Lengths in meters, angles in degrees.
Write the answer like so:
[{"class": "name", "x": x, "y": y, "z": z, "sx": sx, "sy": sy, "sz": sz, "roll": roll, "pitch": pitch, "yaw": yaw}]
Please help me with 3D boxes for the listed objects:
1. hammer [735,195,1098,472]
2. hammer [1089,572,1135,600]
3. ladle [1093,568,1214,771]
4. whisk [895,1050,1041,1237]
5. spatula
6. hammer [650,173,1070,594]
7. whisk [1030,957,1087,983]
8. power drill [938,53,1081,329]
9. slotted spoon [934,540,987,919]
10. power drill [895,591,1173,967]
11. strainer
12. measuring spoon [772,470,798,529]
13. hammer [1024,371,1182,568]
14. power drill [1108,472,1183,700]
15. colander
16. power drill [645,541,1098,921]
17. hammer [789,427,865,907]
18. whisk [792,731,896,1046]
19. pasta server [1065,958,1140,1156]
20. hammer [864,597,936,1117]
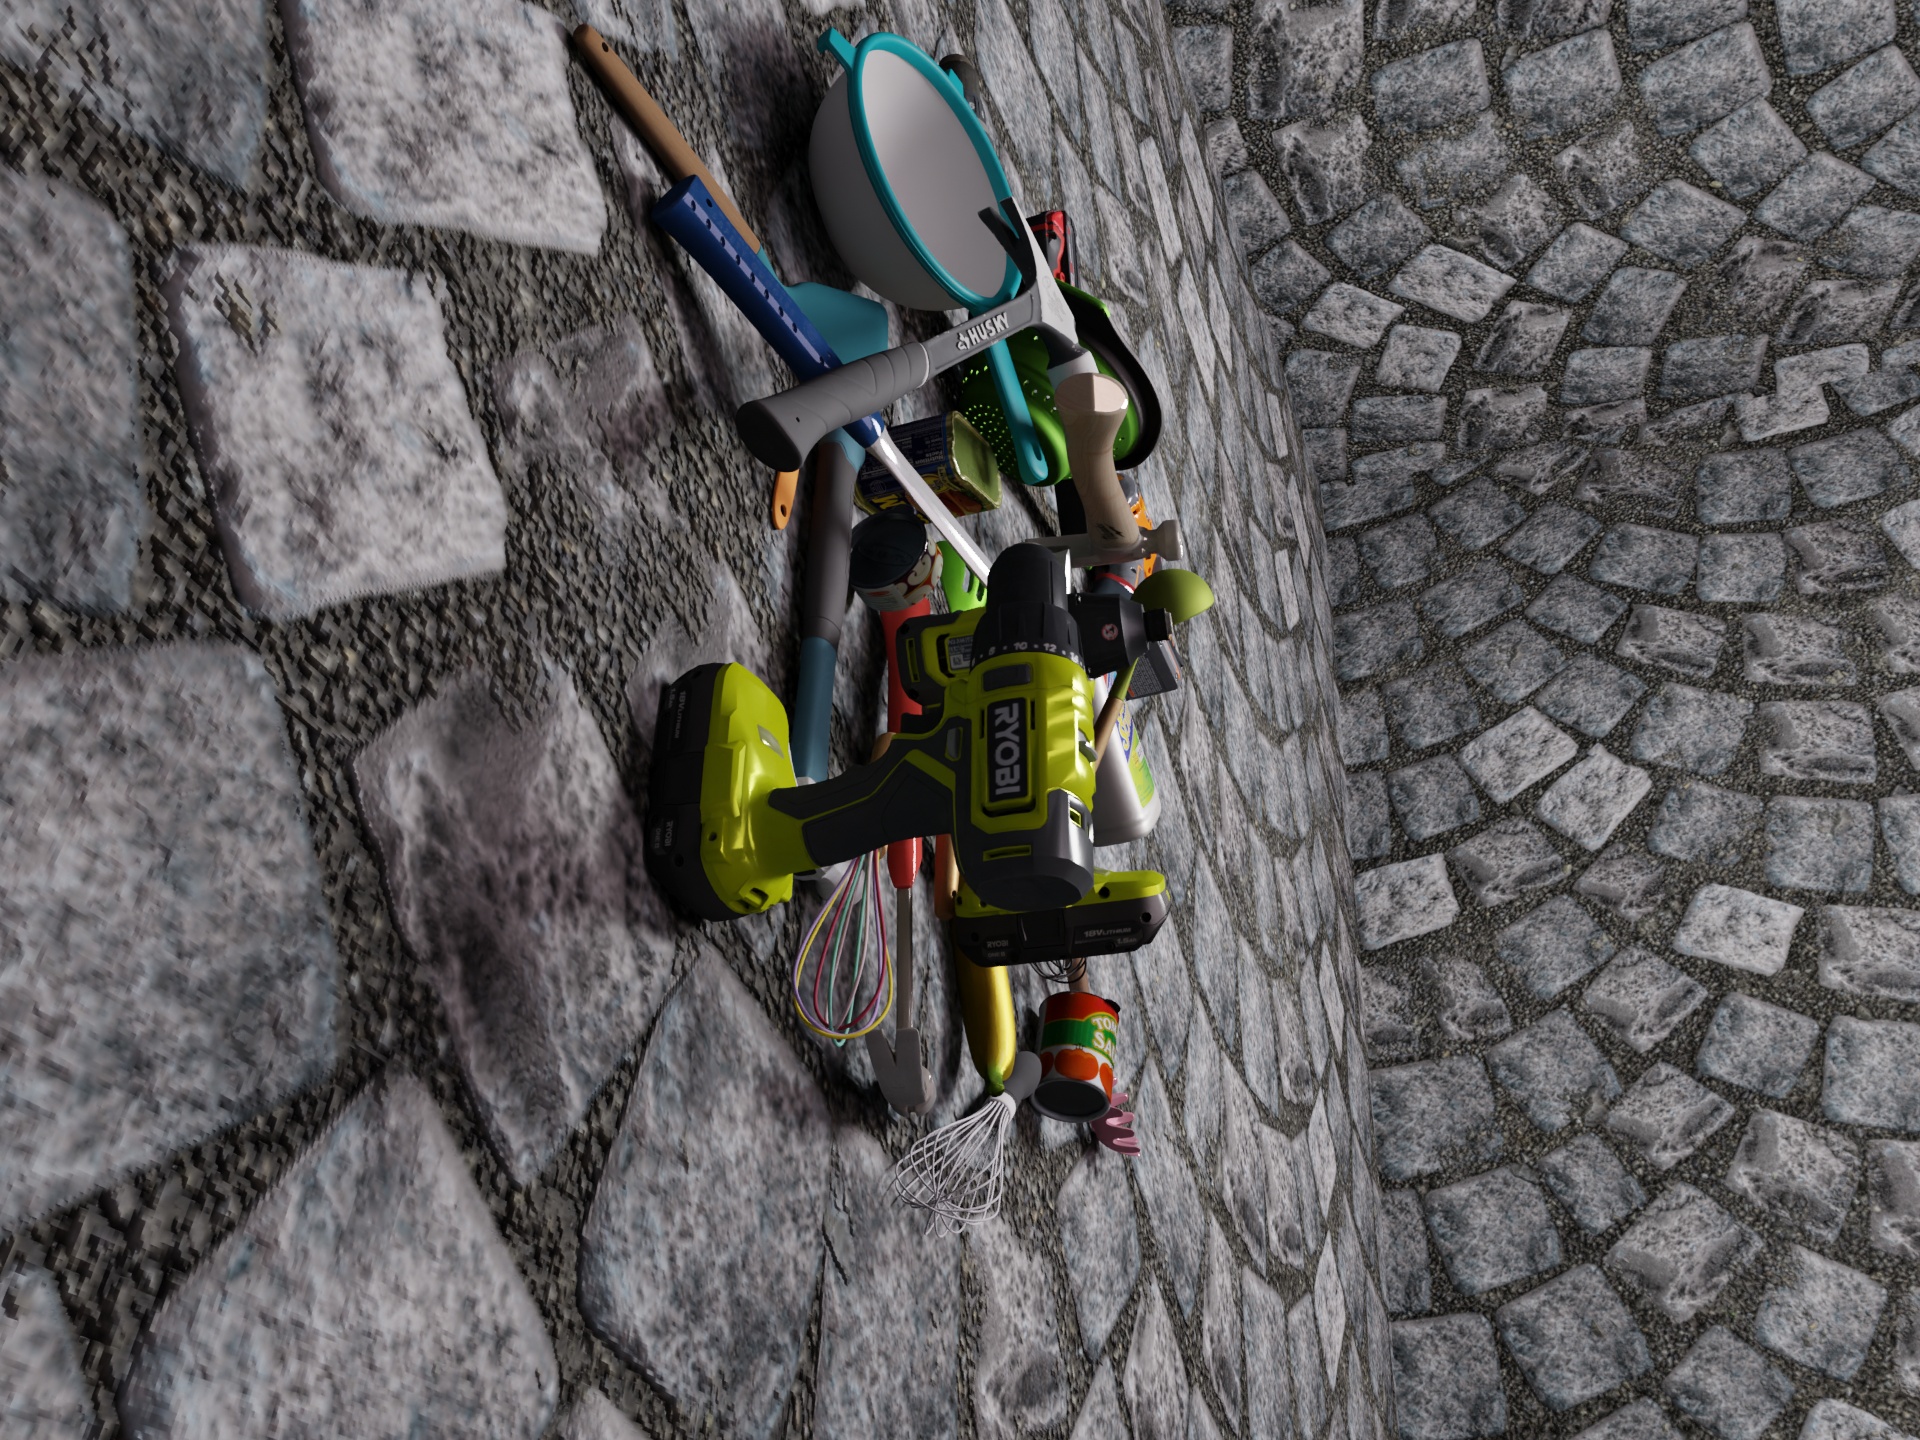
[{"class": "hammer", "x": -0.021, "y": -0.240, "z": 1.029, "sx": 0.409, "sy": 0.036, "sz": 0.149, "roll": -42, "pitch": 112, "yaw": -54}, {"class": "hammer", "x": 0.081, "y": -0.044, "z": 1.336, "sx": 0.143, "sy": 0.038, "sz": 0.386, "roll": 63, "pitch": 30, "yaw": -5}, {"class": "ladle", "x": 0.131, "y": 0.011, "z": 1.362, "sx": 0.062, "sy": 0.078, "sz": 0.320, "roll": 30, "pitch": 78, "yaw": -30}, {"class": "whisk", "x": 0.020, "y": 0.282, "z": 1.102, "sx": 0.284, "sy": 0.070, "sz": 0.070, "roll": -23, "pitch": 102, "yaw": -74}, {"class": "spatula", "x": -0.135, "y": -0.316, "z": 0.997, "sx": 0.317, "sy": 0.044, "sz": 0.082, "roll": 45, "pitch": 43, "yaw": -55}, {"class": "hammer", "x": -0.049, "y": -0.179, "z": 1.028, "sx": 0.405, "sy": 0.035, "sz": 0.144, "roll": 48, "pitch": 39, "yaw": -30}, {"class": "whisk", "x": 0.047, "y": 0.109, "z": 1.266, "sx": 0.238, "sy": 0.055, "sz": 0.055, "roll": 67, "pitch": 23, "yaw": -19}, {"class": "power drill", "x": 0.033, "y": -0.488, "z": 1.484, "sx": 0.226, "sy": 0.080, "sz": 0.188, "roll": 34, "pitch": 49, "yaw": -58}, {"class": "slotted spoon", "x": -0.002, "y": -0.004, "z": 1.114, "sx": 0.070, "sy": 0.031, "sz": 0.314, "roll": 40, "pitch": 42, "yaw": -42}, {"class": "power drill", "x": 0.059, "y": 0.034, "z": 1.001, "sx": 0.080, "sy": 0.171, "sz": 0.223, "roll": -7, "pitch": 89, "yaw": -79}, {"class": "strainer", "x": -0.027, "y": -0.327, "z": 1.181, "sx": 0.211, "sy": 0.095, "sz": 0.340, "roll": -22, "pitch": 94, "yaw": -60}, {"class": "measuring spoon", "x": -0.108, "y": -0.168, "z": 1.041, "sx": 0.021, "sy": 0.011, "sz": 0.117, "roll": 58, "pitch": 29, "yaw": -44}, {"class": "hammer", "x": 0.103, "y": -0.192, "z": 1.300, "sx": 0.410, "sy": 0.146, "sz": 0.038, "roll": 46, "pitch": 40, "yaw": -77}, {"class": "power drill", "x": 0.186, "y": -0.134, "z": 1.708, "sx": 0.164, "sy": 0.084, "sz": 0.227, "roll": 57, "pitch": 26, "yaw": -47}, {"class": "colander", "x": 0.076, "y": -0.230, "z": 1.440, "sx": 0.094, "sy": 0.205, "sz": 0.396, "roll": -52, "pitch": 156, "yaw": -19}, {"class": "power drill", "x": -0.040, "y": 0.010, "z": 0.822, "sx": 0.080, "sy": 0.228, "sz": 0.191, "roll": 47, "pitch": 38, "yaw": -55}, {"class": "hammer", "x": -0.088, "y": -0.056, "z": 1.011, "sx": 0.128, "sy": 0.033, "sz": 0.331, "roll": 53, "pitch": 33, "yaw": -52}, {"class": "whisk", "x": -0.053, "y": 0.091, "z": 0.925, "sx": 0.245, "sy": 0.047, "sz": 0.051, "roll": -81, "pitch": 153, "yaw": -51}, {"class": "pasta server", "x": 0.109, "y": 0.231, "z": 1.349, "sx": 0.060, "sy": 0.040, "sz": 0.316, "roll": -88, "pitch": 167, "yaw": -73}, {"class": "hammer", "x": -0.038, "y": 0.066, "z": 1.040, "sx": 0.149, "sy": 0.036, "sz": 0.359, "roll": 84, "pitch": 5, "yaw": -60}]
